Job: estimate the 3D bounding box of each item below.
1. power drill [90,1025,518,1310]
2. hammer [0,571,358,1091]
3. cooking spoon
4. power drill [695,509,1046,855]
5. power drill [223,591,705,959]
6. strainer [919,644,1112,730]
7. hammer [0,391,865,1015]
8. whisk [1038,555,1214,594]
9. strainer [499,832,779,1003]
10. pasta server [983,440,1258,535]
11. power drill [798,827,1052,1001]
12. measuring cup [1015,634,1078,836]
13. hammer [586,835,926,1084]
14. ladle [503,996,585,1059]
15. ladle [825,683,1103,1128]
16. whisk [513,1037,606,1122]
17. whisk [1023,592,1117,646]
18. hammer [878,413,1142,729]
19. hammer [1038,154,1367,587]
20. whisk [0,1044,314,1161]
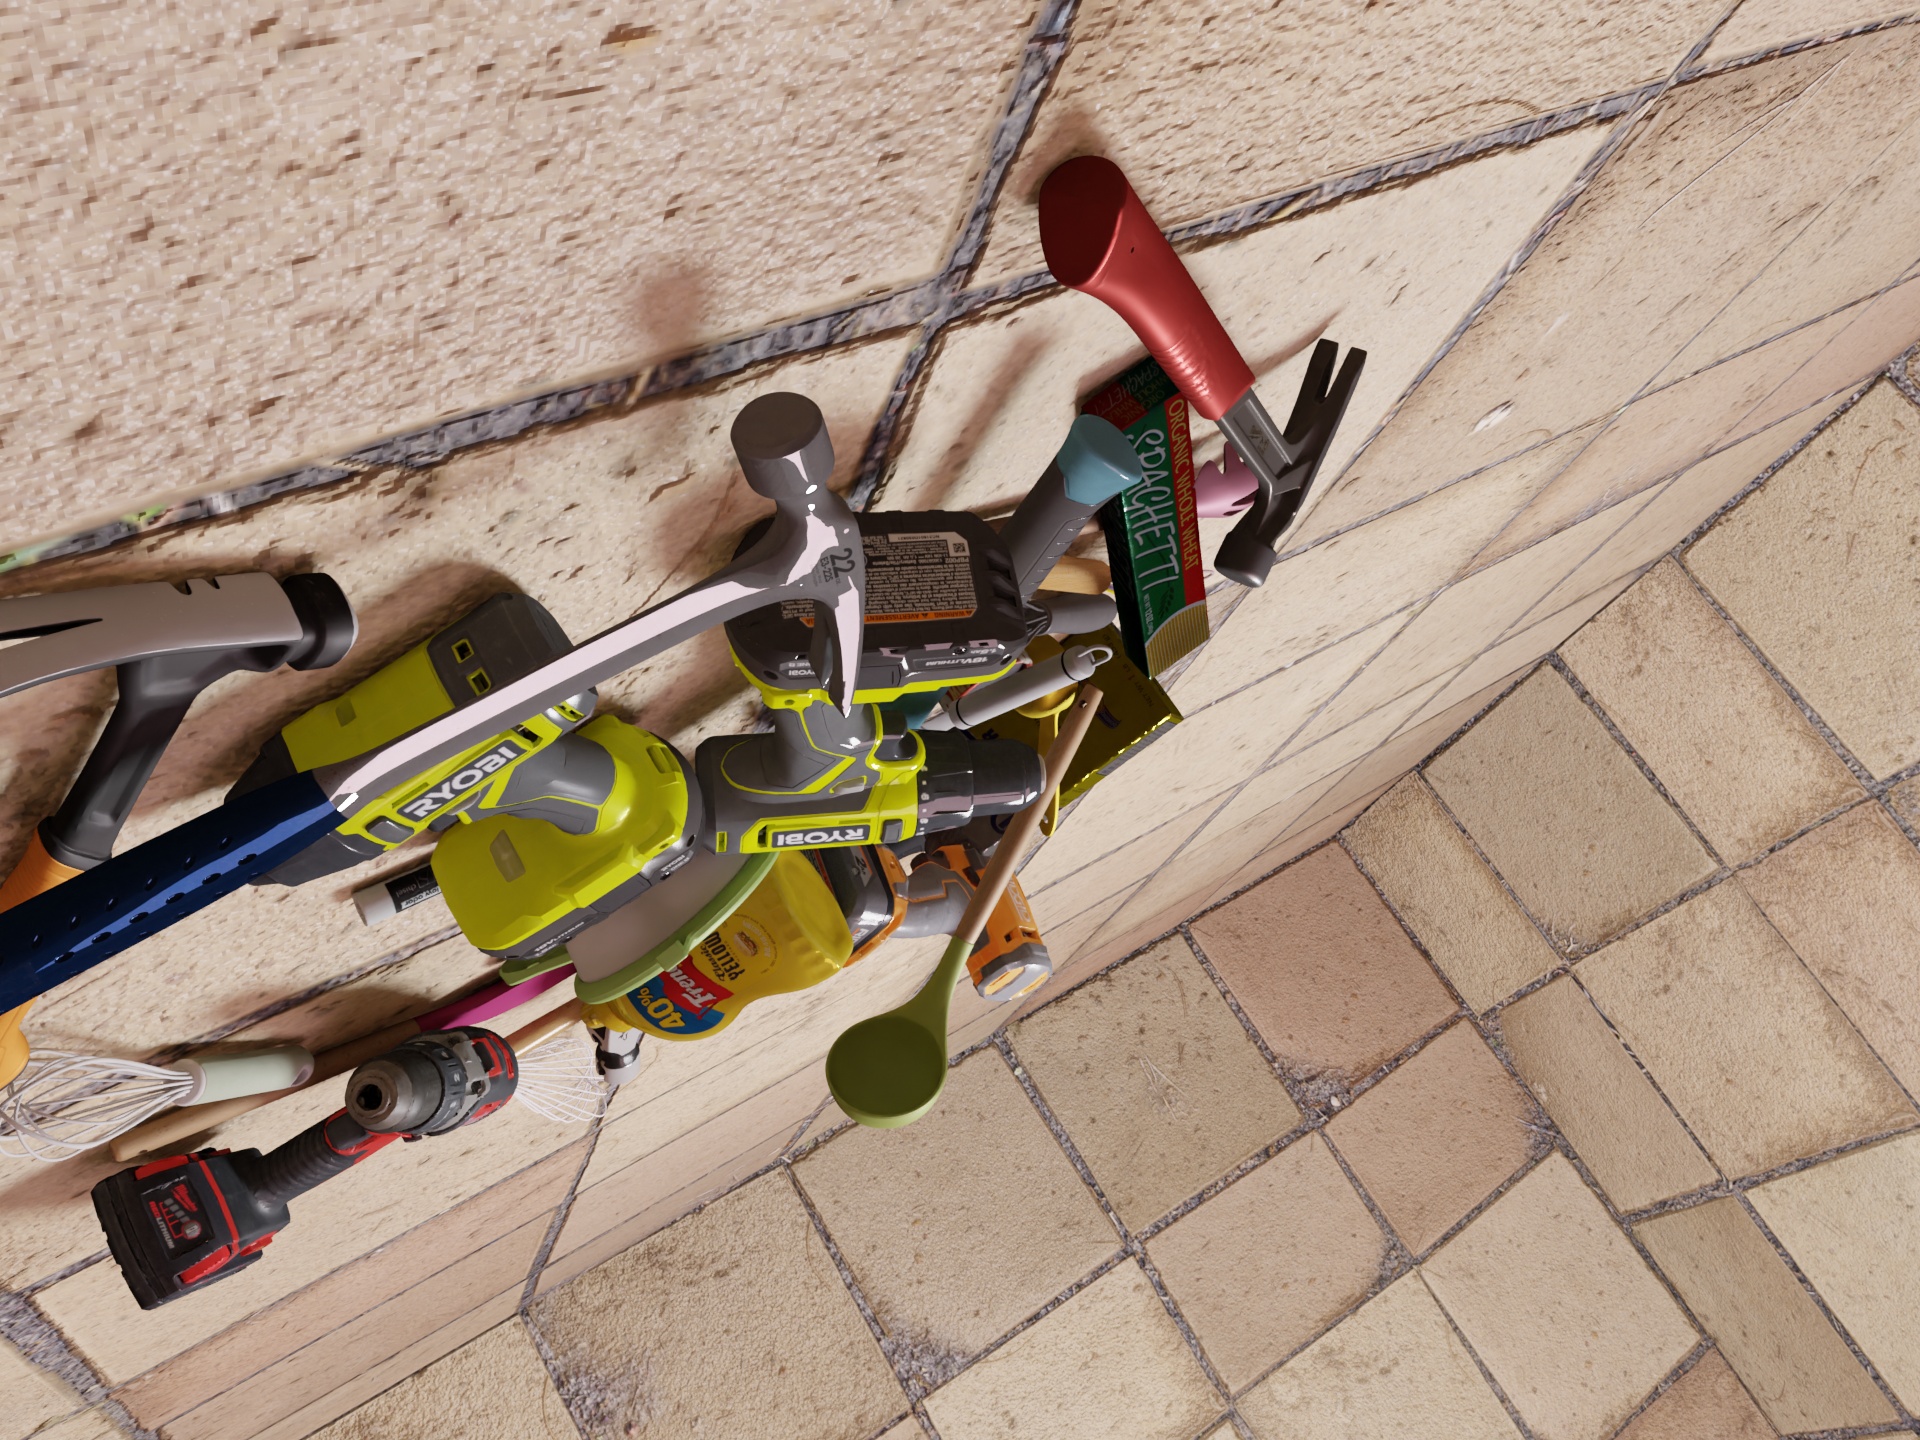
[{"bbox_3d":[-0.384,0.253,0.937,0.226,0.080,0.188,-28,172,-3],"label":"power drill"},{"bbox_3d":[-0.347,0.062,0.596,0.127,0.034,0.336,-14,155,-52],"label":"hammer"},{"bbox_3d":[-0.369,0.205,1.007,0.319,0.017,0.068,-20,163,-42],"label":"cooking spoon"},{"bbox_3d":[-0.037,-0.006,0.803,0.190,0.080,0.228,-4,150,-11],"label":"power drill"},{"bbox_3d":[-0.217,0.039,0.716,0.171,0.080,0.223,-33,161,0],"label":"power drill"},{"bbox_3d":[-0.002,-0.003,0.974,0.258,0.086,0.050,-23,-141,44],"label":"strainer"},{"bbox_3d":[-0.214,0.026,0.574,0.405,0.035,0.143,-29,142,-11],"label":"hammer"},{"bbox_3d":[0.098,-0.094,1.017,0.245,0.051,0.047,-2,124,-55],"label":"whisk"},{"bbox_3d":[-0.217,0.105,0.951,0.256,0.069,0.151,-24,-160,39],"label":"strainer"},{"bbox_3d":[0.075,-0.122,0.906,0.316,0.040,0.060,-16,157,-38],"label":"pasta server"},{"bbox_3d":[-0.041,0.104,1.147,0.084,0.186,0.226,-41,144,25],"label":"power drill"},{"bbox_3d":[0.050,0.015,1.085,0.029,0.062,0.156,-20,121,-33],"label":"measuring cup"},{"bbox_3d":[-0.133,0.138,1.194,0.335,0.035,0.146,-29,142,-36],"label":"hammer"},{"bbox_3d":[-0.275,0.208,1.130,0.315,0.031,0.069,-29,149,-39],"label":"ladle"},{"bbox_3d":[0.011,0.117,1.034,0.320,0.078,0.062,-62,156,-2],"label":"ladle"},{"bbox_3d":[-0.334,0.263,1.182,0.070,0.070,0.284,-34,159,3],"label":"whisk"},{"bbox_3d":[0.045,-0.062,0.989,0.055,0.055,0.239,-41,167,26],"label":"whisk"},{"bbox_3d":[0.001,-0.044,0.849,0.128,0.033,0.331,12,144,-22],"label":"hammer"},{"bbox_3d":[0.122,-0.176,0.758,0.149,0.037,0.358,-66,154,0],"label":"hammer"},{"bbox_3d":[-0.412,0.190,0.832,0.058,0.059,0.246,-51,169,0],"label":"whisk"}]
